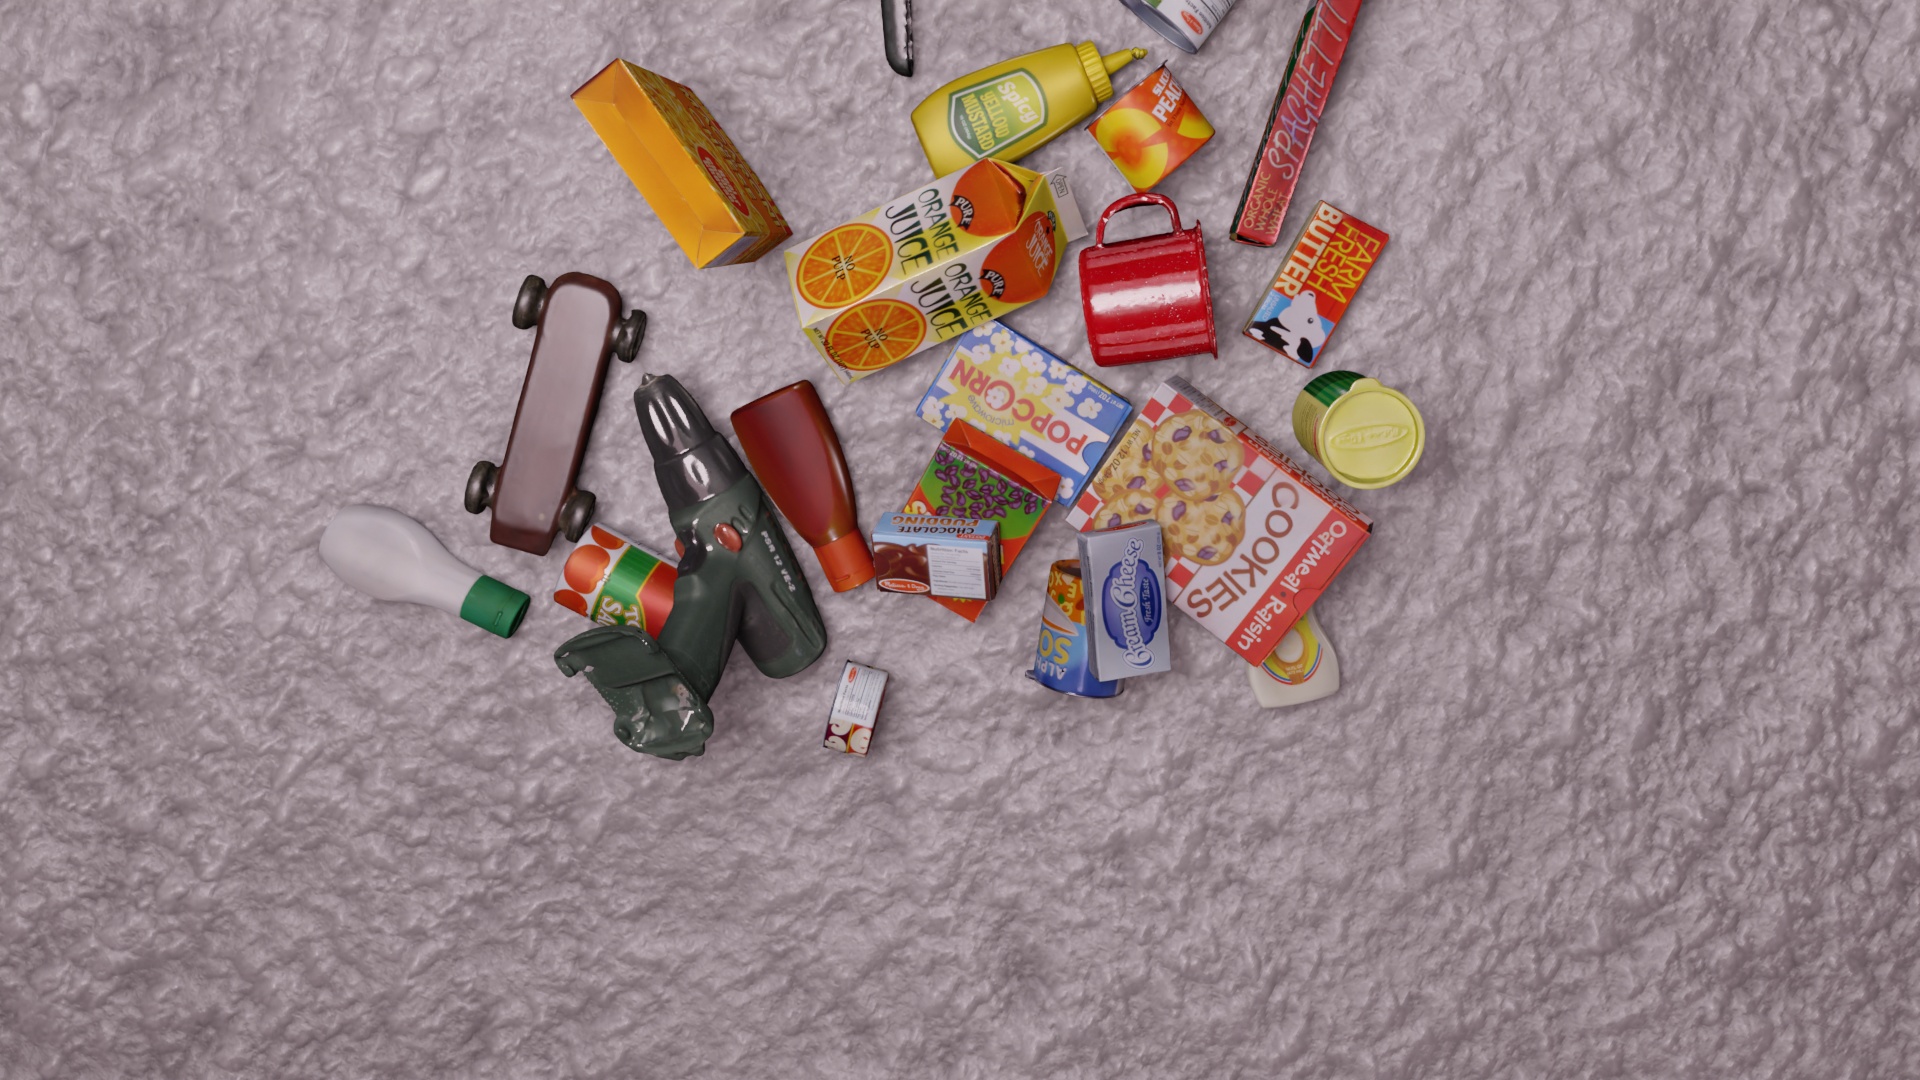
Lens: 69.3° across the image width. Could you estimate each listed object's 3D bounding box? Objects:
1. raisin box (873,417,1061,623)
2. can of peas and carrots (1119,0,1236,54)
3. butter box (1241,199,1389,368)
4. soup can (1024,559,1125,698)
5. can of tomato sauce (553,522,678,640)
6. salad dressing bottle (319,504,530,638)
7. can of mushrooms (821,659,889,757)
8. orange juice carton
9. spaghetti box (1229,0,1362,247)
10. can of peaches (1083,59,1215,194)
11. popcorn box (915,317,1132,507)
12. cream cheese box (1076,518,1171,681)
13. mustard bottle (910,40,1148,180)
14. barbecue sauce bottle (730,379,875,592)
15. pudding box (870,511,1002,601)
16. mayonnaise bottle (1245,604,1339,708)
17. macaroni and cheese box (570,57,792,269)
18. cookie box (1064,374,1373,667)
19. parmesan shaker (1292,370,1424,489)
[{"bbox_3d":[0.003,-0.012,0.964,0.086,0.040,0.122,29,126,-3],"label":"raisin box"},{"bbox_3d":[0.142,-0.357,0.890,0.071,0.071,0.058,37,102,-4],"label":"can of peas and carrots"},{"bbox_3d":[0.240,-0.173,0.942,0.053,0.024,0.103,29,103,-2],"label":"butter box"},{"bbox_3d":[0.087,0.061,0.981,0.071,0.071,0.083,9,102,2],"label":"soup can"},{"bbox_3d":[-0.240,0.035,0.998,0.083,0.071,0.071,27,103,-1],"label":"can of tomato sauce"},{"bbox_3d":[-0.391,0.025,1.020,0.148,0.044,0.064,27,101,-3],"label":"salad dressing bottle"},{"bbox_3d":[-0.076,0.123,1.008,0.033,0.071,0.071,15,103,0],"label":"can of mushrooms"},{"bbox_3d":[-0.012,-0.185,0.919,0.192,0.071,0.073,-23,57,9],"label":"orange juice carton"},{"bbox_3d":[0.229,-0.311,0.900,0.029,0.050,0.249,18,103,1],"label":"spaghetti box"},{"bbox_3d":[0.125,-0.269,0.906,0.071,0.071,0.058,-38,98,11],"label":"can of peaches"},{"bbox_3d":[0.044,-0.093,0.966,0.127,0.038,0.085,31,102,-3],"label":"popcorn box"},{"bbox_3d":[0.110,0.041,0.932,0.053,0.024,0.103,-9,105,-10],"label":"cream cheese box"},{"bbox_3d":[0.048,-0.292,0.917,0.160,0.049,0.065,-24,101,9],"label":"mustard bottle"},{"bbox_3d":[-0.105,-0.036,0.986,0.065,0.044,0.148,-20,101,22],"label":"barbecue sauce bottle"},{"bbox_3d":[-0.016,0.010,0.941,0.084,0.030,0.049,4,123,15],"label":"pudding box"},{"bbox_3d":[0.222,0.042,0.980,0.065,0.041,0.147,-14,100,10],"label":"mayonnaise bottle"},{"bbox_3d":[-0.169,-0.235,0.885,0.040,0.167,0.123,-34,98,10],"label":"macaroni and cheese box"},{"bbox_3d":[0.173,-0.013,0.940,0.167,0.040,0.122,39,115,11],"label":"cookie box"},{"bbox_3d":[0.261,-0.078,0.920,0.071,0.103,0.071,1,103,4],"label":"parmesan shaker"}]
